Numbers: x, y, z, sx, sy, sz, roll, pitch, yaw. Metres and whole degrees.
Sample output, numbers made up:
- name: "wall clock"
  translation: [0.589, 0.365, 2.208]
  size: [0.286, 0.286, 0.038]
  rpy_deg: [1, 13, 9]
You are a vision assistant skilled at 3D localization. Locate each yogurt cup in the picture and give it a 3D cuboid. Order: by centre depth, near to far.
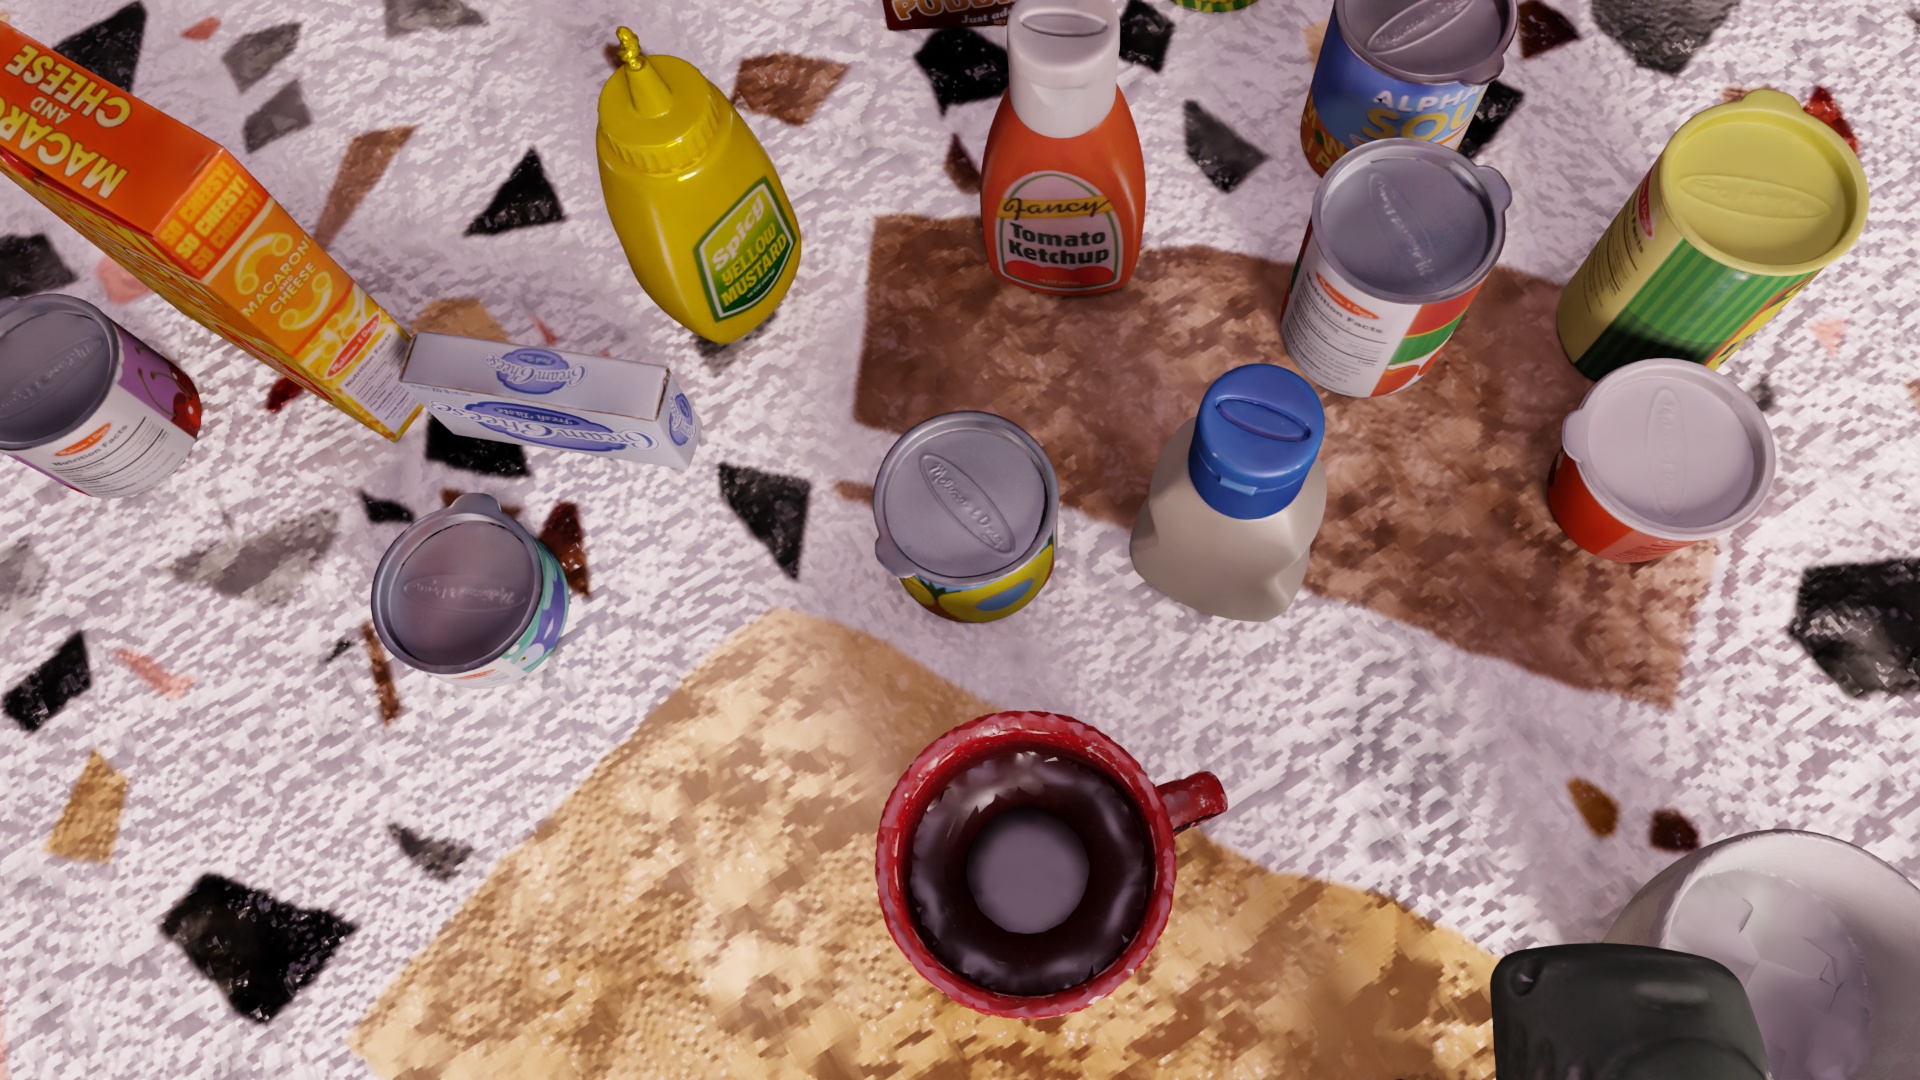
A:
- name: "yogurt cup"
  translation: [0.250, -0.025, 0.506]
  size: [0.072, 0.053, 0.072]
  rpy_deg: [-1, 72, 4]

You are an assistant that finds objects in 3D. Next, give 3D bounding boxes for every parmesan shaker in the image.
- name: "parmesan shaker"
  translation: [0.268, -0.103, 0.505]
  size: [0.071, 0.102, 0.071]
  rpy_deg: [-1, 72, 4]

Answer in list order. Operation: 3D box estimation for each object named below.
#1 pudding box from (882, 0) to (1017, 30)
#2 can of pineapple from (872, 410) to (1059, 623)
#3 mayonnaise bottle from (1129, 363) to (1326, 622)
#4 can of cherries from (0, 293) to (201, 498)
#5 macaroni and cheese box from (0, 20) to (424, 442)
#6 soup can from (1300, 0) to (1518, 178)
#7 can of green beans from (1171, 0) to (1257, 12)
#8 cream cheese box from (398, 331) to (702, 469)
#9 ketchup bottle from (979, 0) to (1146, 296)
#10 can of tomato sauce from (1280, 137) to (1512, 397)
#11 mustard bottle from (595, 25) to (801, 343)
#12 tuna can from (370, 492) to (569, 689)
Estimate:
- name: "pudding box"
  translation: [0.006, -0.249, 0.600]
  size: [0.084, 0.049, 0.030]
  rpy_deg: [-1, 72, 4]
- name: "can of pineapple"
  translation: [0.002, -0.006, 0.515]
  size: [0.071, 0.057, 0.071]
  rpy_deg: [-1, 72, 4]
- name: "mayonnaise bottle"
  translation: [0.091, -0.012, 0.463]
  size: [0.065, 0.147, 0.041]
  rpy_deg: [21, 75, 10]
- name: "can of cherries"
  translation: [-0.353, -0.058, 0.558]
  size: [0.071, 0.058, 0.071]
  rpy_deg: [-1, 72, 4]
- name: "macaroni and cheese box"
  translation: [-0.280, -0.108, 0.512]
  size: [0.124, 0.166, 0.040]
  rpy_deg: [29, 77, 13]
- name: "soup can"
  translation: [0.175, -0.181, 0.548]
  size: [0.071, 0.083, 0.071]
  rpy_deg: [-1, 72, 4]
- name: "can of green beans"
  translation: [0.112, -0.271, 0.596]
  size: [0.071, 0.057, 0.071]
  rpy_deg: [-1, 72, 4]
- name: "cream cheese box"
  translation: [-0.158, -0.054, 0.545]
  size: [0.104, 0.053, 0.024]
  rpy_deg: [9, 73, 7]
- name: "ketchup bottle"
  translation: [0.038, -0.143, 0.510]
  size: [0.065, 0.148, 0.043]
  rpy_deg: [6, 73, 6]
- name: "can of tomato sauce"
  translation: [0.160, -0.101, 0.522]
  size: [0.071, 0.083, 0.071]
  rpy_deg: [-1, 72, 4]
- name: "mustard bottle"
  translation: [-0.100, -0.130, 0.510]
  size: [0.049, 0.159, 0.065]
  rpy_deg: [37, 78, 14]
- name: "tuna can"
  translation: [-0.186, 0.020, 0.533]
  size: [0.071, 0.032, 0.071]
  rpy_deg: [-1, 72, 4]
